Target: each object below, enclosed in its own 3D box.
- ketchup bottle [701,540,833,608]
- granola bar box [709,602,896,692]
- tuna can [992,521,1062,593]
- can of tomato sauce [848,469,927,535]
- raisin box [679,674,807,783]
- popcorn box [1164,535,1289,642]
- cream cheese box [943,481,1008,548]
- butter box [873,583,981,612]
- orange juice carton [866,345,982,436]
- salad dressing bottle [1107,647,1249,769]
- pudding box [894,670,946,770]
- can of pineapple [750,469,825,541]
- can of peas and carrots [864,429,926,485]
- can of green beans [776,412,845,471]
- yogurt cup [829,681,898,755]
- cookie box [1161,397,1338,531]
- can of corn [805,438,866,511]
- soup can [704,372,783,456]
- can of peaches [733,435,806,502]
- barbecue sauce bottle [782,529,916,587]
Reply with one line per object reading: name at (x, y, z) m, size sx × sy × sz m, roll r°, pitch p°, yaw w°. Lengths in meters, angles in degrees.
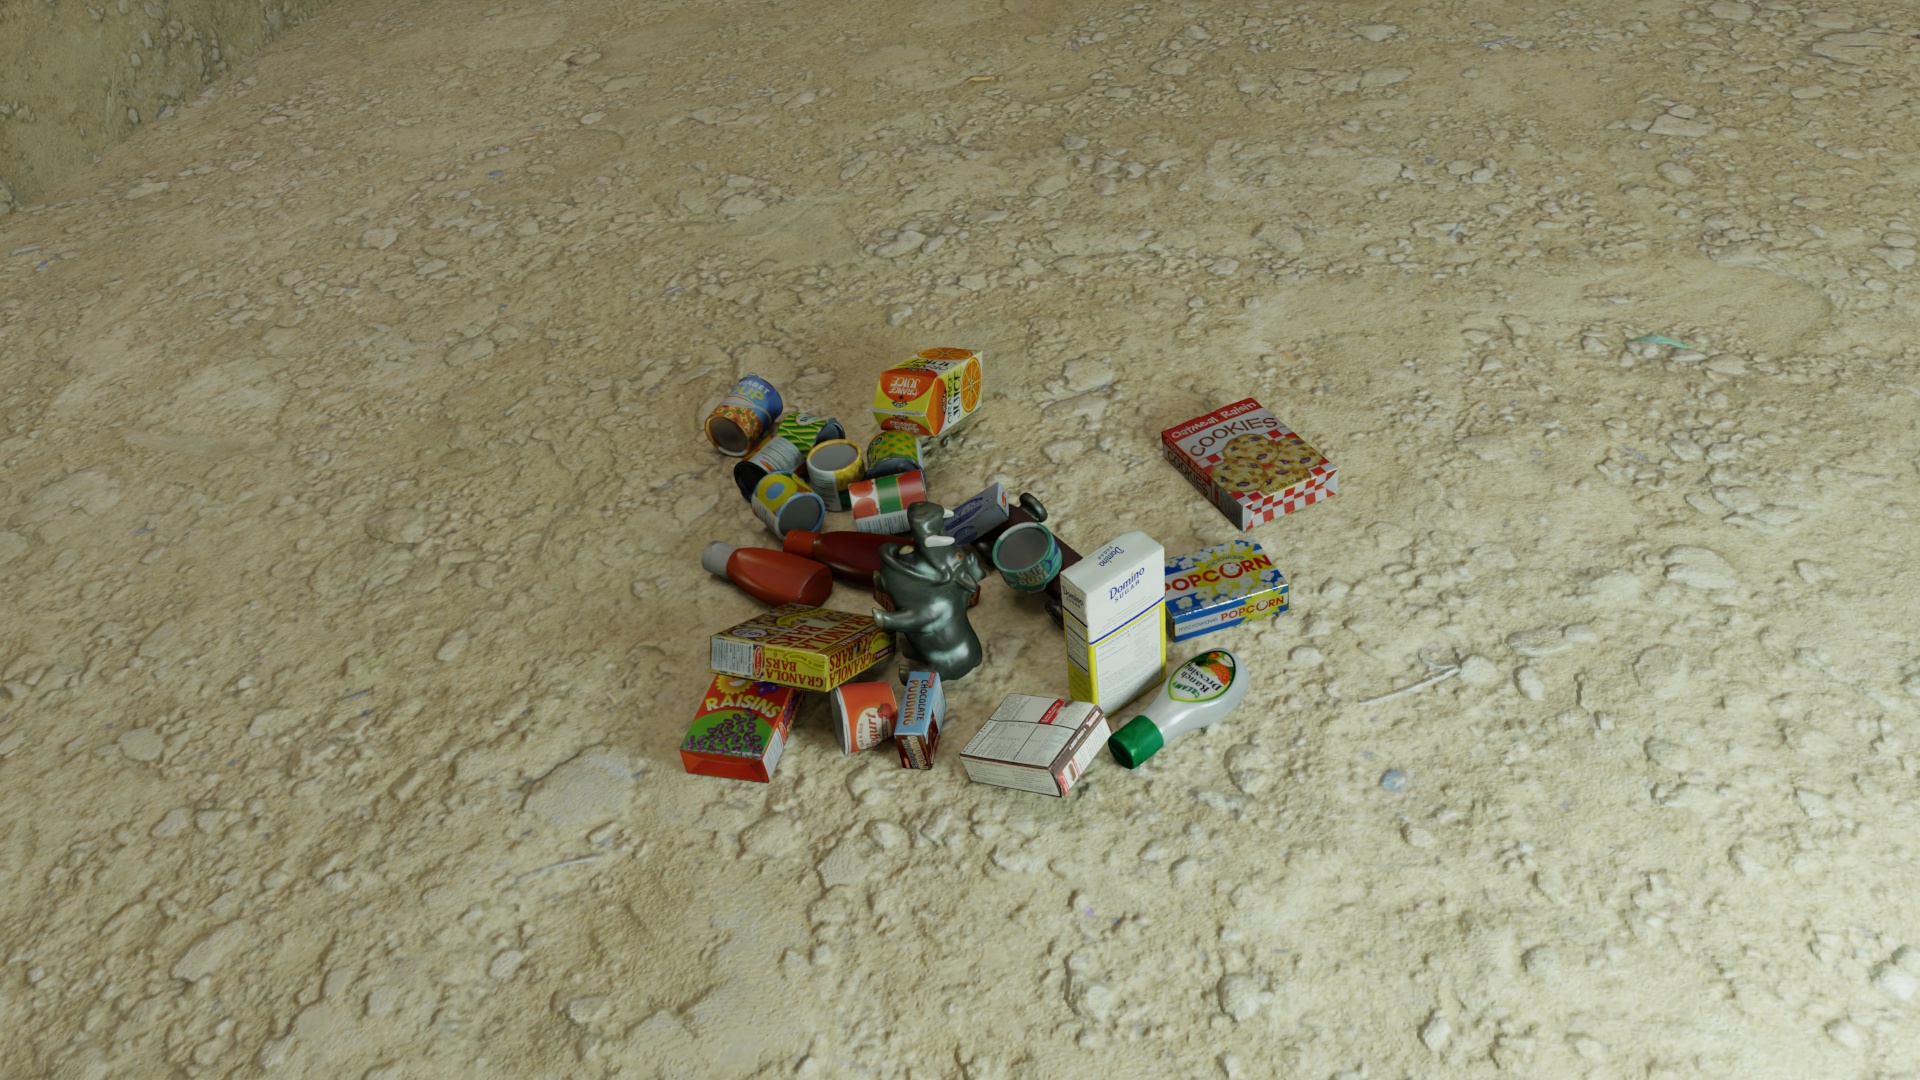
ketchup bottle at (-0.214, 0.035, 1.504) m, size 0.149 × 0.043 × 0.065 m, roll 17°, pitch 45°, yaw 28°
granola bar box at (-0.150, 0.103, 1.355) m, size 0.124 × 0.039 × 0.166 m, roll 8°, pitch 11°, yaw 19°
tuna can at (0.068, 0.018, 1.415) m, size 0.071 × 0.032 × 0.071 m, roll -14°, pitch 48°, yaw 16°
can of tomato sauce at (-0.079, -0.041, 1.553) m, size 0.083 × 0.070 × 0.071 m, roll -12°, pitch 39°, yaw -3°
raisin box at (-0.207, 0.172, 1.343) m, size 0.086 × 0.039 × 0.124 m, roll 3°, pitch 42°, yaw 15°
popcorn box at (0.257, 0.048, 1.407) m, size 0.127 × 0.038 × 0.085 m, roll -15°, pitch 39°, yaw -8°
cream cheese box at (0.005, -0.019, 1.495) m, size 0.103 × 0.024 × 0.053 m, roll -31°, pitch 23°, yaw 19°
butter box at (-0.035, 0.054, 1.439) m, size 0.104 × 0.024 × 0.053 m, roll -11°, pitch 34°, yaw -37°
orange juice carton at (-0.041, -0.175, 1.658) m, size 0.072 × 0.072 × 0.193 m, roll 9°, pitch 22°, yaw 20°
salad dressing bottle at (0.201, 0.156, 1.283) m, size 0.148 × 0.043 × 0.064 m, roll -33°, pitch 45°, yaw -24°
pudding box at (-0.037, 0.168, 1.307) m, size 0.030 × 0.049 × 0.084 m, roll -1°, pitch 40°, yaw 12°
can of pineapple at (-0.194, -0.039, 1.572) m, size 0.071 × 0.070 × 0.058 m, roll -29°, pitch 44°, yaw -23°
can of peas and carrots at (-0.077, -0.086, 1.607) m, size 0.071 × 0.070 × 0.059 m, roll -9°, pitch 39°, yaw 0°
can of green beans at (-0.180, -0.116, 1.663) m, size 0.058 × 0.071 × 0.071 m, roll 16°, pitch 46°, yaw 28°
yogurt cup at (-0.090, 0.165, 1.312) m, size 0.054 × 0.072 × 0.073 m, roll -10°, pitch 39°, yaw -14°
cookie box at (0.322, -0.089, 1.559) m, size 0.123 × 0.040 × 0.168 m, roll -21°, pitch 41°, yaw -15°
can of corn at (-0.141, -0.078, 1.615) m, size 0.071 × 0.058 × 0.071 m, roll -5°, pitch 40°, yaw 4°
soup can at (-0.270, -0.156, 1.723) m, size 0.071 × 0.071 × 0.084 m, roll 10°, pitch 43°, yaw 22°
can of peaches at (-0.224, -0.080, 1.630) m, size 0.071 × 0.071 × 0.058 m, roll 17°, pitch 46°, yaw 28°
barbecue sauce bottle at (-0.121, 0.016, 1.511) m, size 0.148 × 0.043 × 0.065 m, roll 10°, pitch 42°, yaw 22°
